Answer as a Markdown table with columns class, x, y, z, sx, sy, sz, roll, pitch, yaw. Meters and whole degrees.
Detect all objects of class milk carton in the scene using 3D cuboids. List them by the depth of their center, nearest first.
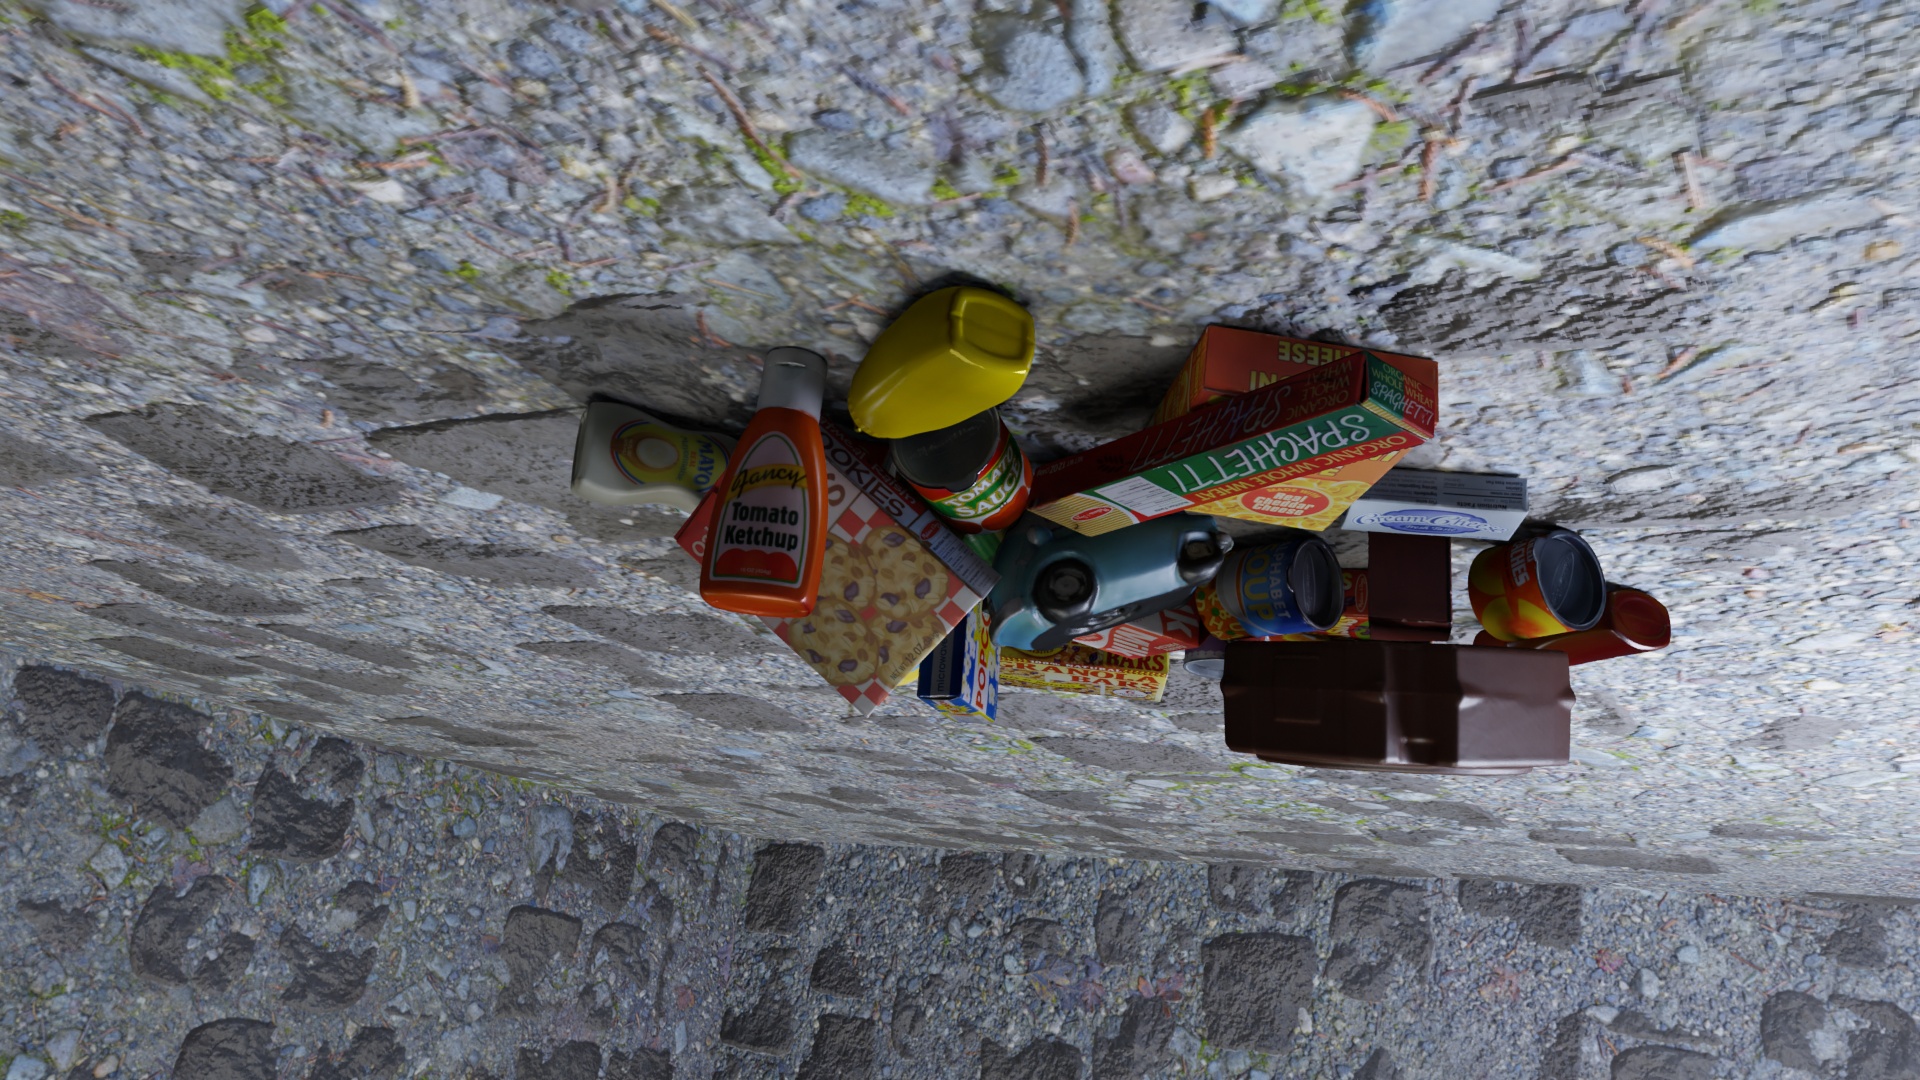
| class | x | y | z | sx | sy | sz | roll | pitch | yaw |
| --- | --- | --- | --- | --- | --- | --- | --- | --- | --- |
| milk carton | 0.115 | 0.037 | 1.023 | 0.190 | 0.073 | 0.072 | 19 | 158 | -33 |

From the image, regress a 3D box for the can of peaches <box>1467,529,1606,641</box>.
| class | x | y | z | sx | sy | sz | roll | pitch | yaw |
| --- | --- | --- | --- | --- | --- | --- | --- | --- | --- |
| can of peaches | 0.376 | 0.029 | 0.913 | 0.071 | 0.071 | 0.058 | 17 | 160 | -25 |

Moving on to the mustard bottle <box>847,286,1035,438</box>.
| class | x | y | z | sx | sy | sz | roll | pitch | yaw |
| --- | --- | --- | --- | --- | --- | --- | --- | --- | --- |
| mustard bottle | -0.023 | -0.087 | 0.743 | 0.065 | 0.049 | 0.160 | 17 | 160 | -27 |

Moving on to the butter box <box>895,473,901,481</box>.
| class | x | y | z | sx | sy | sz | roll | pitch | yaw |
| --- | --- | --- | --- | --- | --- | --- | --- | --- | --- |
| butter box | -0.036 | -0.018 | 0.995 | 0.053 | 0.024 | 0.103 | -3 | 159 | 29 |

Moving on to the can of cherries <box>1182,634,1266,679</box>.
| class | x | y | z | sx | sy | sz | roll | pitch | yaw |
| --- | --- | --- | --- | --- | --- | --- | --- | --- | --- |
| can of cherries | 0.218 | 0.078 | 1.130 | 0.071 | 0.058 | 0.071 | 8 | 161 | 3 |

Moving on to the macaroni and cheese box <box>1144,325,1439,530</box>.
| class | x | y | z | sx | sy | sz | roll | pitch | yaw |
| --- | --- | --- | --- | --- | --- | --- | --- | --- | --- |
| macaroni and cheese box | 0.173 | -0.056 | 0.772 | 0.124 | 0.040 | 0.166 | 8 | 161 | -4 |

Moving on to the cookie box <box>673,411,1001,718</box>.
| class | x | y | z | sx | sy | sz | roll | pitch | yaw |
| --- | --- | --- | --- | --- | --- | --- | --- | --- | --- |
| cookie box | -0.078 | 0.010 | 0.854 | 0.167 | 0.040 | 0.122 | 43 | 120 | 1 |

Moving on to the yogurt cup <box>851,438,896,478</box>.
| class | x | y | z | sx | sy | sz | roll | pitch | yaw |
| --- | --- | --- | --- | --- | --- | --- | --- | --- | --- |
| yogurt cup | -0.073 | -0.036 | 0.895 | 0.054 | 0.072 | 0.072 | 15 | 162 | 2 |

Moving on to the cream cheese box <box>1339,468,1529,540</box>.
| class | x | y | z | sx | sy | sz | roll | pitch | yaw |
| --- | --- | --- | --- | --- | --- | --- | --- | --- | --- |
| cream cheese box | 0.290 | -0.023 | 0.855 | 0.104 | 0.024 | 0.053 | 4 | 160 | 9 |

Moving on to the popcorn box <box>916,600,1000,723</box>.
| class | x | y | z | sx | sy | sz | roll | pitch | yaw |
| --- | --- | --- | --- | --- | --- | --- | --- | --- | --- |
| popcorn box | 0.002 | 0.073 | 1.091 | 0.038 | 0.127 | 0.085 | -3 | 159 | 21 |

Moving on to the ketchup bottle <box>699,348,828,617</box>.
| class | x | y | z | sx | sy | sz | roll | pitch | yaw |
| --- | --- | --- | --- | --- | --- | --- | --- | --- | --- |
| ketchup bottle | -0.102 | -0.033 | 0.775 | 0.065 | 0.149 | 0.043 | 6 | 161 | 2 |

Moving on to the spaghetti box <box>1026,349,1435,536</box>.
| class | x | y | z | sx | sy | sz | roll | pitch | yaw |
| --- | --- | --- | --- | --- | --- | --- | --- | --- | --- |
| spaghetti box | 0.129 | -0.043 | 0.718 | 0.050 | 0.029 | 0.249 | 22 | 158 | -29 |

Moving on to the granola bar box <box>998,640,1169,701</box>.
| class | x | y | z | sx | sy | sz | roll | pitch | yaw |
| --- | --- | --- | --- | --- | --- | --- | --- | --- | --- |
| granola bar box | 0.110 | 0.112 | 1.305 | 0.165 | 0.039 | 0.124 | 5 | 162 | 6 |

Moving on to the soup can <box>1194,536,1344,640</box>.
| class | x | y | z | sx | sy | sz | roll | pitch | yaw |
| --- | --- | --- | --- | --- | --- | --- | --- | --- | --- |
| soup can | 0.217 | 0.035 | 0.987 | 0.071 | 0.071 | 0.083 | 24 | 156 | -40 |

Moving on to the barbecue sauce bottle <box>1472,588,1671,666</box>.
| class | x | y | z | sx | sy | sz | roll | pitch | yaw |
| --- | --- | --- | --- | --- | --- | --- | --- | --- | --- |
| barbecue sauce bottle | 0.453 | 0.073 | 1.047 | 0.065 | 0.044 | 0.148 | 15 | 161 | -20 |

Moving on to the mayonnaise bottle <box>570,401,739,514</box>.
| class | x | y | z | sx | sy | sz | roll | pitch | yaw |
| --- | --- | --- | --- | --- | --- | --- | --- | --- | --- |
| mayonnaise bottle | -0.176 | -0.046 | 0.910 | 0.148 | 0.065 | 0.041 | 11 | 159 | -24 |

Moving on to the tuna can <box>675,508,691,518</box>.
| class | x | y | z | sx | sy | sz | roll | pitch | yaw |
| --- | --- | --- | --- | --- | --- | --- | --- | --- | --- |
| tuna can | -0.166 | -0.034 | 0.982 | 0.071 | 0.033 | 0.071 | 7 | 162 | 2 |

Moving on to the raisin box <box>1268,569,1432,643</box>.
| class | x | y | z | sx | sy | sz | roll | pitch | yaw |
| --- | --- | --- | --- | --- | --- | --- | --- | --- | --- |
| raisin box | 0.294 | 0.053 | 1.056 | 0.123 | 0.040 | 0.086 | 1 | 162 | 20 |

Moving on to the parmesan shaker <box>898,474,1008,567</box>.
| class | x | y | z | sx | sy | sz | roll | pitch | yaw |
| --- | --- | --- | --- | --- | --- | --- | --- | --- | --- |
| parmesan shaker | 0.003 | -0.012 | 0.922 | 0.071 | 0.071 | 0.103 | 2 | 161 | 16 |

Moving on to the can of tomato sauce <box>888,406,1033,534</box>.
| class | x | y | z | sx | sy | sz | roll | pitch | yaw |
| --- | --- | --- | --- | --- | --- | --- | --- | --- | --- |
| can of tomato sauce | 0.004 | -0.045 | 0.824 | 0.071 | 0.071 | 0.083 | 1 | 161 | 18 |
